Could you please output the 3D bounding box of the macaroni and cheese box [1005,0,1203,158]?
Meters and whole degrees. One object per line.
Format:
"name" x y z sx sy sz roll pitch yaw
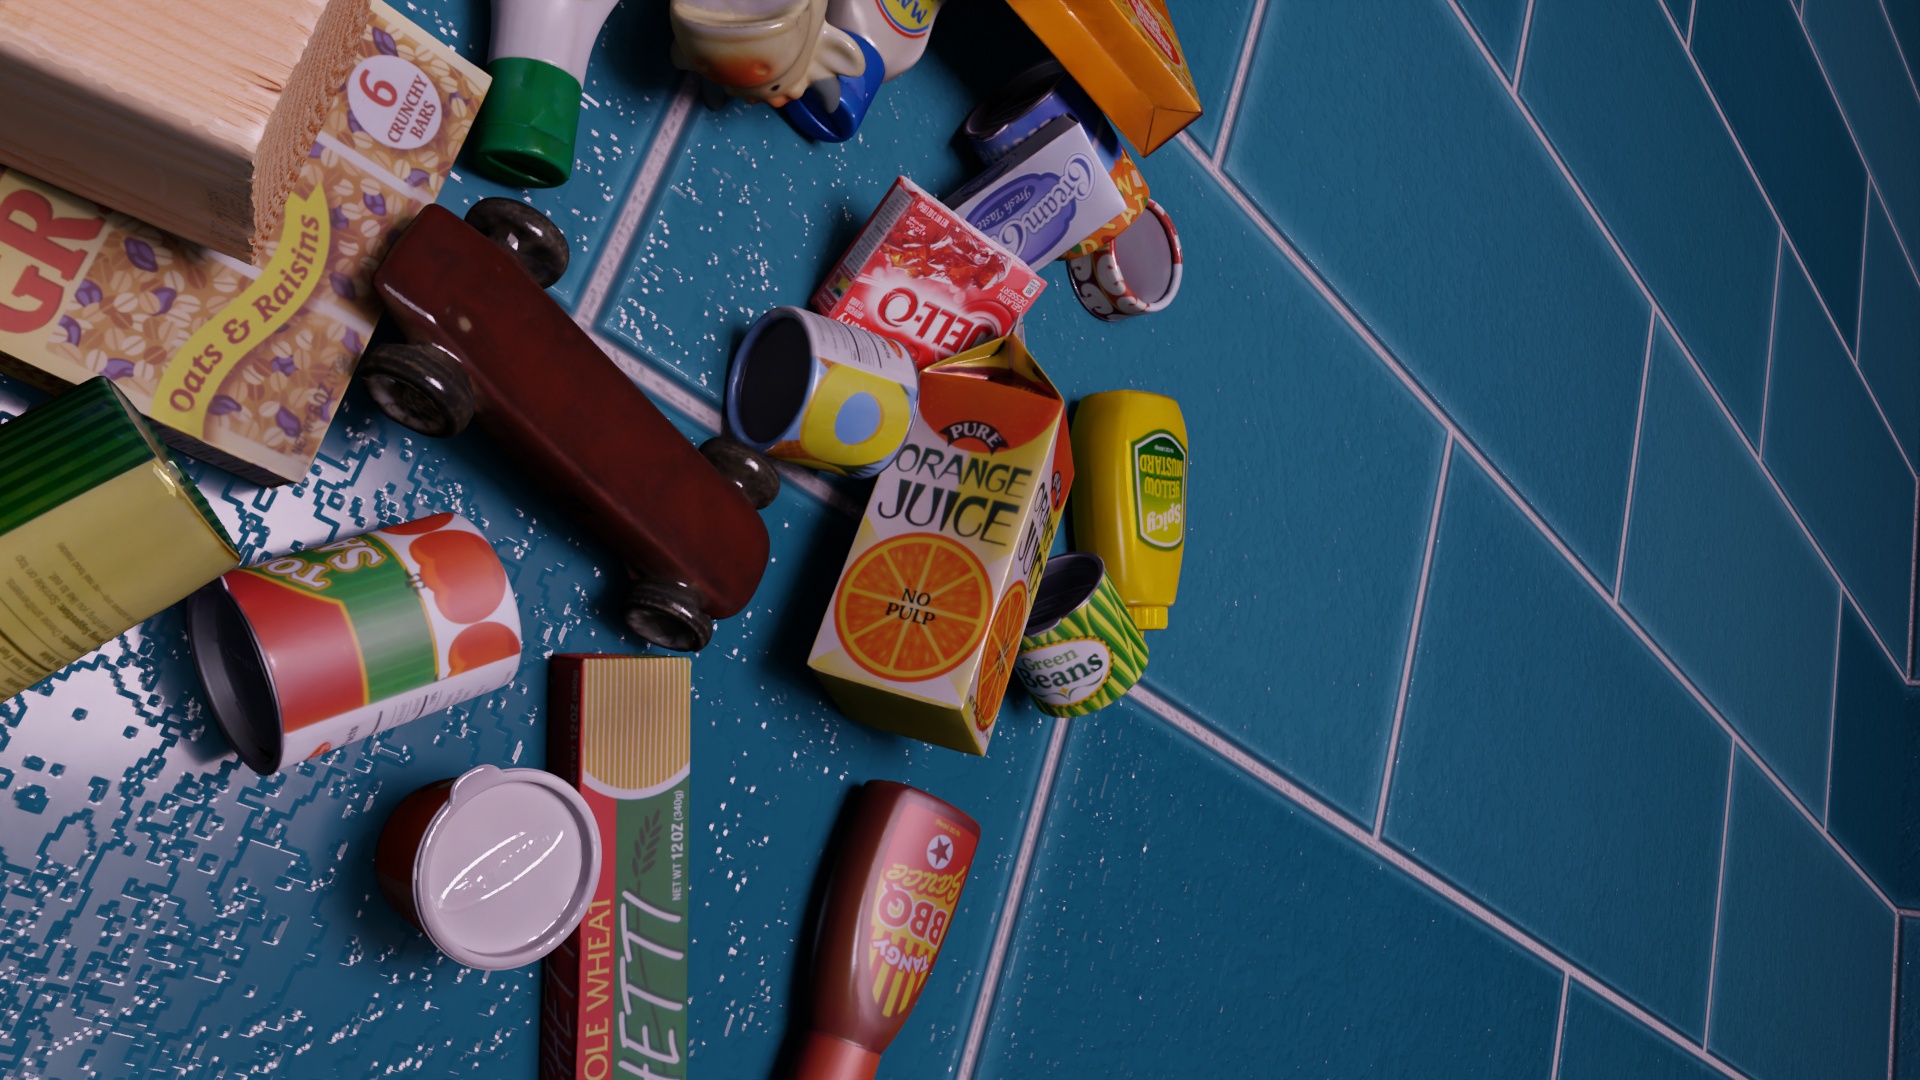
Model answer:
"macaroni and cheese box" 0.061 -0.287 0.709 0.123 0.040 0.167 39 31 -33

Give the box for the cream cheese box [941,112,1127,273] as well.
"cream cheese box" 0.026 -0.158 0.686 0.104 0.024 0.053 -35 120 5

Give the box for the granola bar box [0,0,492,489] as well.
"granola bar box" -0.245 -0.117 0.452 0.124 0.039 0.166 32 66 -37

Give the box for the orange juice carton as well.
"orange juice carton" 0.002 -0.008 0.639 0.071 0.073 0.193 71 35 -63

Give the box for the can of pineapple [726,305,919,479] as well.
"can of pineapple" -0.061 -0.062 0.606 0.058 0.071 0.071 13 78 -42

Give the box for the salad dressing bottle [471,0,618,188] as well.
"salad dressing bottle" -0.159 -0.212 0.539 0.064 0.044 0.148 17 75 -50

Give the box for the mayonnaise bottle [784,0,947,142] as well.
"mayonnaise bottle" -0.038 -0.255 0.662 0.064 0.041 0.149 41 59 -35

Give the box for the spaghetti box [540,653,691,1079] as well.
"spaghetti box" -0.134 0.169 0.541 0.050 0.028 0.250 4 83 -43

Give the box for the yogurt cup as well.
"yogurt cup" -0.170 0.113 0.493 0.072 0.054 0.072 4 84 -44

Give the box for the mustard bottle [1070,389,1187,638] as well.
"mustard bottle" 0.094 -0.001 0.761 0.065 0.048 0.160 3 84 -42

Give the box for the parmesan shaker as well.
"parmesan shaker" -0.265 0.009 0.384 0.103 0.071 0.071 -35 112 -20

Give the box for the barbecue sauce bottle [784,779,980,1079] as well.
"barbecue sauce bottle" -0.040 0.186 0.619 0.064 0.043 0.149 37 62 -37

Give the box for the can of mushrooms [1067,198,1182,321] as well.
"can of mushrooms" 0.093 -0.161 0.785 0.071 0.033 0.071 3 85 -43

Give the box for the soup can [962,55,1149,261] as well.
"soup can" 0.049 -0.196 0.724 0.083 0.071 0.072 52 55 -28

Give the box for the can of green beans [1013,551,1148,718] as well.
"can of green beans" 0.055 0.048 0.707 0.071 0.071 0.057 -47 118 -36

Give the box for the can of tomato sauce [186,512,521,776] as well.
"can of tomato sauce" -0.201 0.030 0.463 0.083 0.071 0.071 -21 101 -44
